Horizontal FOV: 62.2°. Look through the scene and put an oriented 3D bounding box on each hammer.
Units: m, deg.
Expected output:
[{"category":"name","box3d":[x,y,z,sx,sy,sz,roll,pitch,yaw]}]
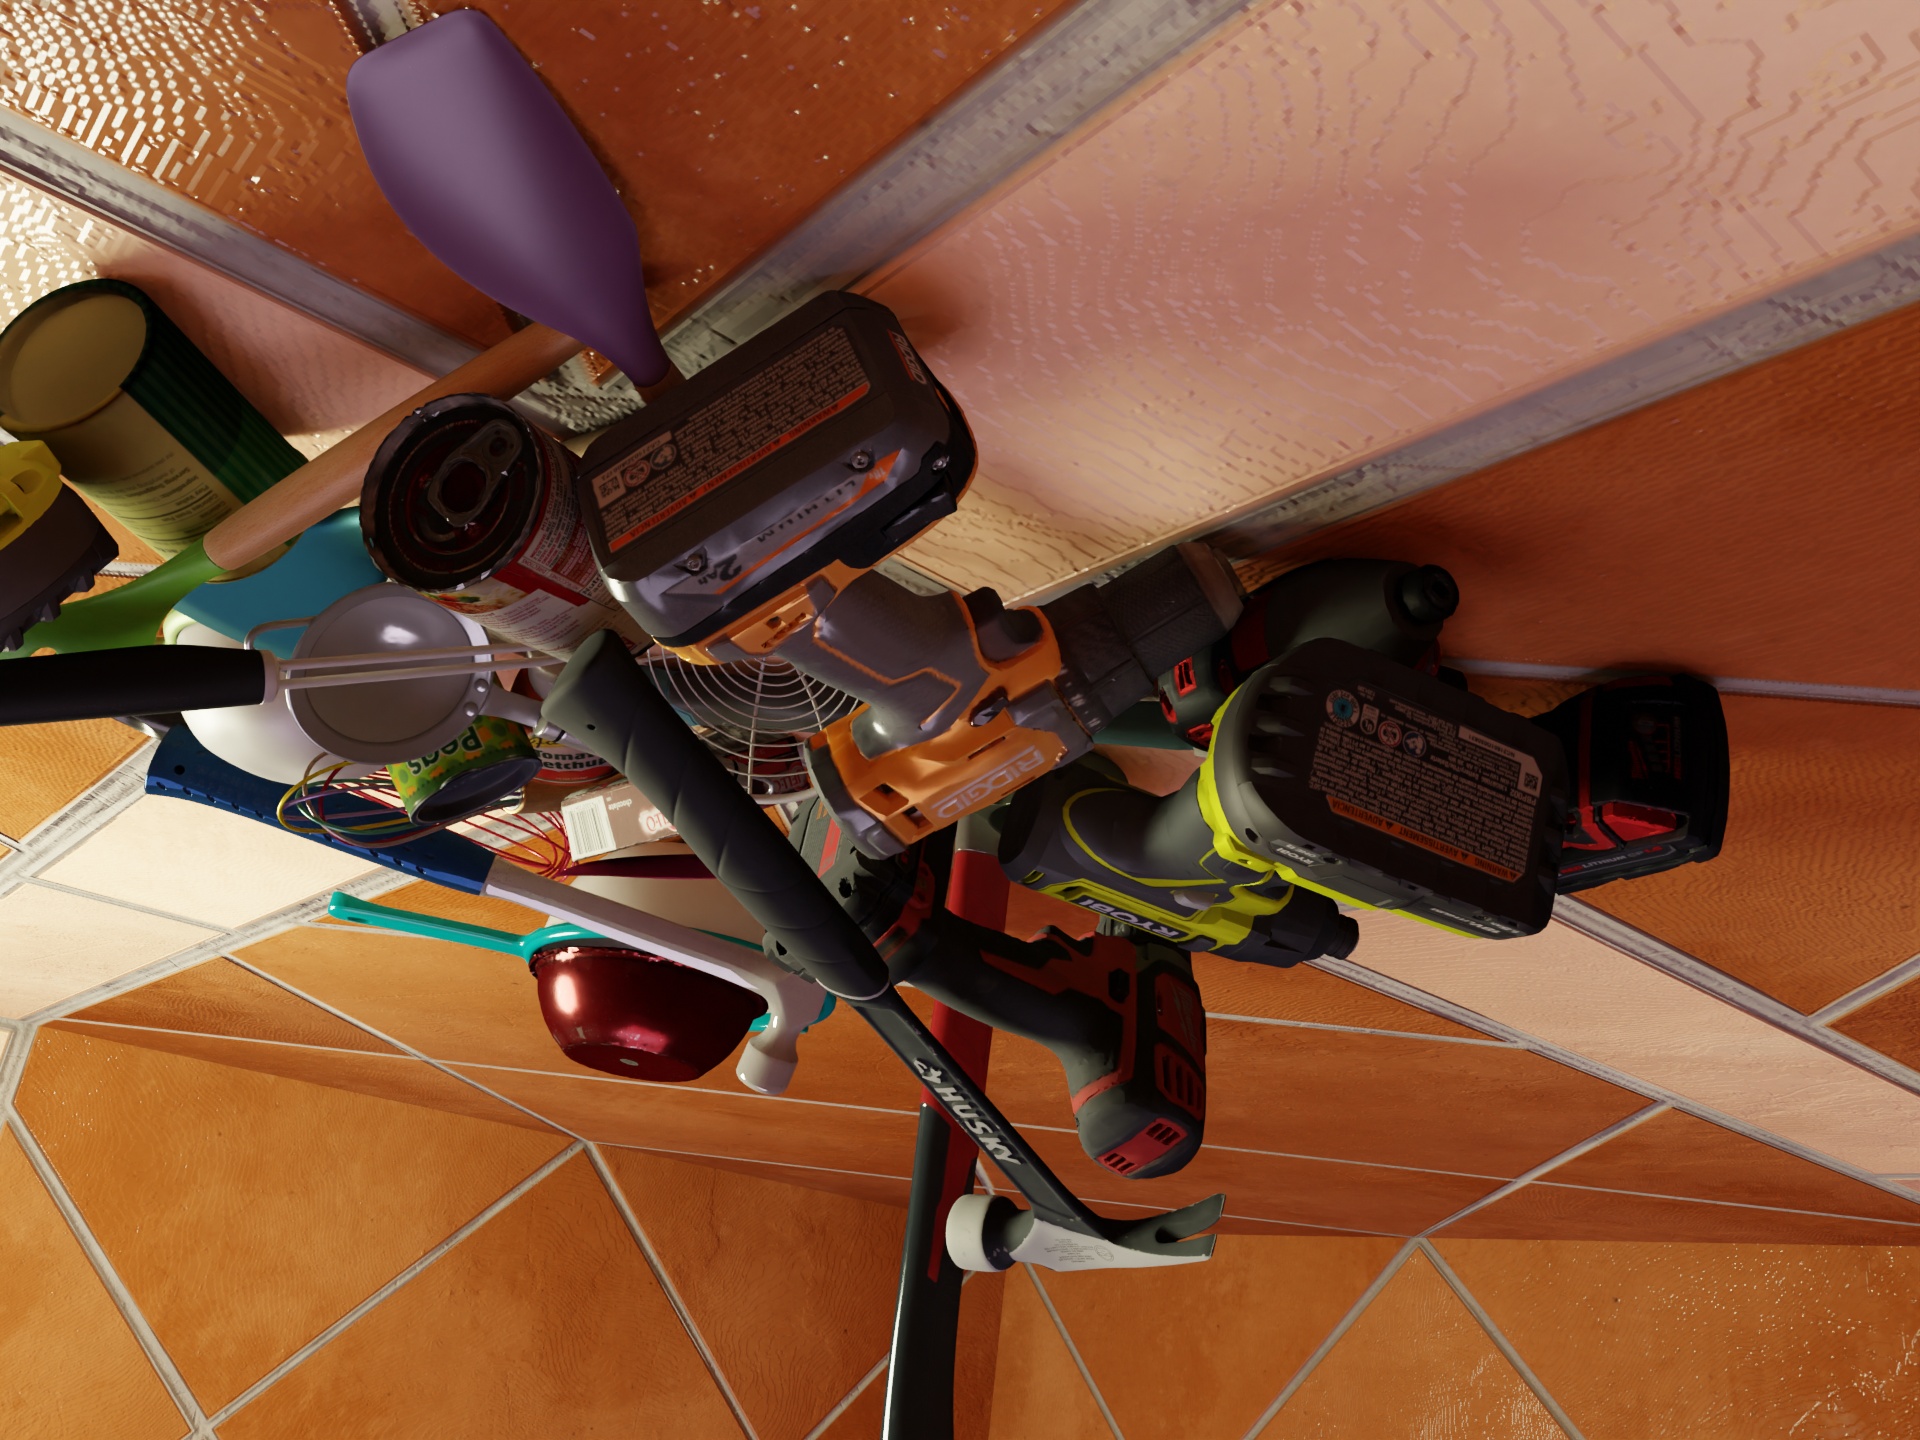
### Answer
[{"category":"hammer","box3d":[-0.265,0.089,0.936,0.405,0.144,0.035,22,-176,-11]},{"category":"hammer","box3d":[-0.030,0.116,0.648,0.149,0.036,0.408,-10,131,34]},{"category":"hammer","box3d":[-0.001,-0.002,0.776,0.331,0.033,0.128,3,158,11]},{"category":"hammer","box3d":[-0.019,0.210,0.825,0.143,0.387,0.038,20,155,-27]}]

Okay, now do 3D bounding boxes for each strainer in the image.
[{"category":"strainer","box3d":[-0.193,-0.003,0.719,0.258,0.087,0.050,22,-166,-34]},{"category":"strainer","box3d":[-0.245,0.125,1.081,0.340,0.095,0.211,12,154,-6]},{"category":"strainer","box3d":[-0.310,-0.013,0.800,0.151,0.069,0.256,27,152,-38]}]

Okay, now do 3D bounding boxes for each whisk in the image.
[{"category":"whisk","box3d":[-0.371,0.036,0.961,0.295,0.073,0.073,23,154,-17]},{"category":"whisk","box3d":[-0.255,0.039,0.856,0.051,0.047,0.245,20,-170,29]}]

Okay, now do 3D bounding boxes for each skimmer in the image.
[{"category":"skimmer","box3d":[-0.200,-0.005,0.621,0.363,0.090,0.127,-7,132,-36]}]

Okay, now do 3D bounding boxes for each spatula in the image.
[{"category":"spatula","box3d":[-0.095,-0.101,0.545,0.060,0.018,0.315,-22,143,11]},{"category":"spatula","box3d":[-0.197,-0.080,0.641,0.317,0.044,0.082,-11,152,34]}]

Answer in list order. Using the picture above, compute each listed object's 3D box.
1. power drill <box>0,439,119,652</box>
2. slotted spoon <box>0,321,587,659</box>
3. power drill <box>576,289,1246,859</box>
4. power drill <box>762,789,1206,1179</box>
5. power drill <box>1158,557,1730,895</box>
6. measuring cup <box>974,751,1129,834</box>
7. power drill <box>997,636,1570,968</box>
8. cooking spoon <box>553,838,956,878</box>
[{"category":"power drill","box3d":[-0.389,-0.122,0.483,0.191,0.080,0.228,4,134,30]},{"category":"slotted spoon","box3d":[-0.246,-0.072,0.565,0.314,0.031,0.070,-26,159,18]},{"category":"power drill","box3d":[-0.004,-0.048,0.571,0.185,0.084,0.226,-30,143,8]},{"category":"power drill","box3d":[0.028,0.096,0.769,0.226,0.188,0.080,35,124,-19]},{"category":"power drill","box3d":[0.207,-0.002,0.663,0.219,0.079,0.143,21,154,-23]},{"category":"measuring cup","box3d":[0.012,0.029,0.843,0.167,0.038,0.083,15,156,-13]},{"category":"power drill","box3d":[0.131,0.051,0.645,0.171,0.080,0.223,21,160,-13]},{"category":"cooking spoon","box3d":[-0.072,0.081,0.922,0.318,0.017,0.069,-1,174,-14]}]
